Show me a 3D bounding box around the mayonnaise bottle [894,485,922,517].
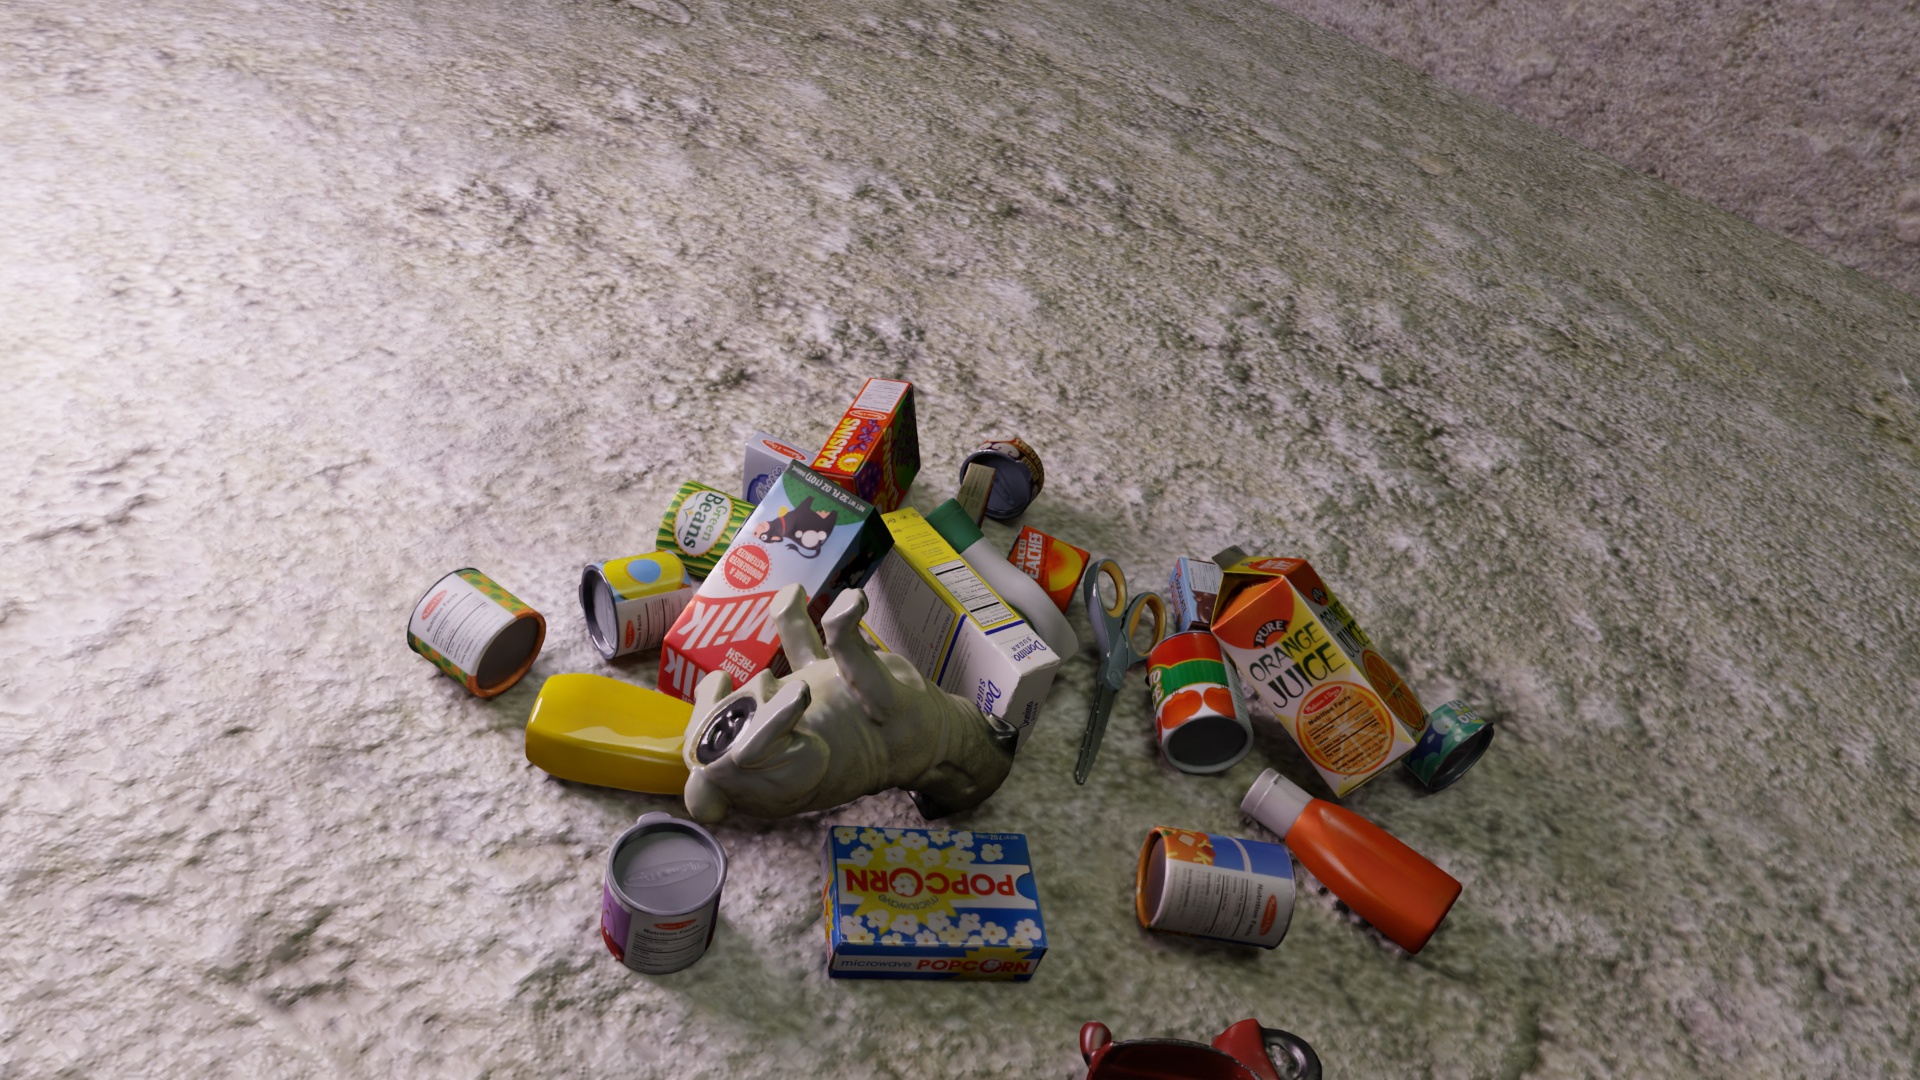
[{"bbox_3d":[-0.064,-0.027,1.124,0.065,0.041,0.149,-2,40,-15],"label":"mayonnaise bottle"}]

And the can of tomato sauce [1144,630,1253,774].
[{"bbox_3d":[0.172,0.119,1.014,0.071,0.070,0.083,9,39,-10],"label":"can of tomato sauce"}]

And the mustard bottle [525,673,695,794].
[{"bbox_3d":[-0.189,0.130,0.876,0.160,0.048,0.066,15,40,-5],"label":"mustard bottle"}]

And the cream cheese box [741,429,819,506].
[{"bbox_3d":[-0.138,-0.032,1.050,0.053,0.103,0.024,25,45,12],"label":"cream cheese box"}]

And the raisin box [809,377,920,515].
[{"bbox_3d":[-0.070,-0.054,1.056,0.040,0.085,0.124,11,43,16],"label":"raisin box"}]

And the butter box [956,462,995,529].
[{"bbox_3d":[0.004,-0.014,1.124,0.024,0.052,0.104,16,37,3],"label":"butter box"}]

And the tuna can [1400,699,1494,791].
[{"bbox_3d":[0.365,0.152,1.041,0.071,0.070,0.033,-14,46,-34],"label":"tuna can"}]

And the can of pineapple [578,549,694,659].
[{"bbox_3d":[-0.223,0.042,0.958,0.058,0.070,0.071,-13,47,-33],"label":"can of pineapple"}]

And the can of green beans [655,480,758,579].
[{"bbox_3d":[-0.185,-0.005,1.029,0.058,0.071,0.071,22,38,6],"label":"can of green beans"}]

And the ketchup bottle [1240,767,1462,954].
[{"bbox_3d":[0.263,0.213,0.949,0.149,0.043,0.065,35,40,22],"label":"ketchup bottle"}]

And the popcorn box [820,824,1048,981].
[{"bbox_3d":[-0.019,0.219,0.839,0.127,0.038,0.085,6,38,-14],"label":"popcorn box"}]

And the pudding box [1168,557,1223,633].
[{"bbox_3d":[0.201,0.053,1.134,0.050,0.030,0.084,11,38,-9],"label":"pudding box"}]

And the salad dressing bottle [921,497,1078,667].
[{"bbox_3d":[0.026,0.036,1.030,0.044,0.064,0.147,-35,85,-39],"label":"salad dressing bottle"}]

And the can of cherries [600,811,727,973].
[{"bbox_3d":[-0.169,0.200,0.790,0.071,0.058,0.072,10,39,-8],"label":"can of cherries"}]

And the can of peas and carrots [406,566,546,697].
[{"bbox_3d":[-0.312,0.060,0.904,0.059,0.070,0.071,31,40,17],"label":"can of peas and carrots"}]

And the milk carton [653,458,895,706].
[{"bbox_3d":[-0.131,0.049,0.938,0.072,0.073,0.191,31,78,18],"label":"milk carton"}]

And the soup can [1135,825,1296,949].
[{"bbox_3d":[0.160,0.220,0.885,0.084,0.071,0.072,11,38,-7],"label":"soup can"}]

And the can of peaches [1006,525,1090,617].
[{"bbox_3d":[0.063,0.028,1.080,0.058,0.070,0.071,24,38,7],"label":"can of peaches"}]

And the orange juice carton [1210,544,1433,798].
[{"bbox_3d":[0.252,0.083,1.019,0.193,0.072,0.072,54,27,11],"label":"orange juice carton"}]

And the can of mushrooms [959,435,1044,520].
[{"bbox_3d":[0.037,-0.054,1.172,0.071,0.070,0.034,27,37,13],"label":"can of mushrooms"}]
